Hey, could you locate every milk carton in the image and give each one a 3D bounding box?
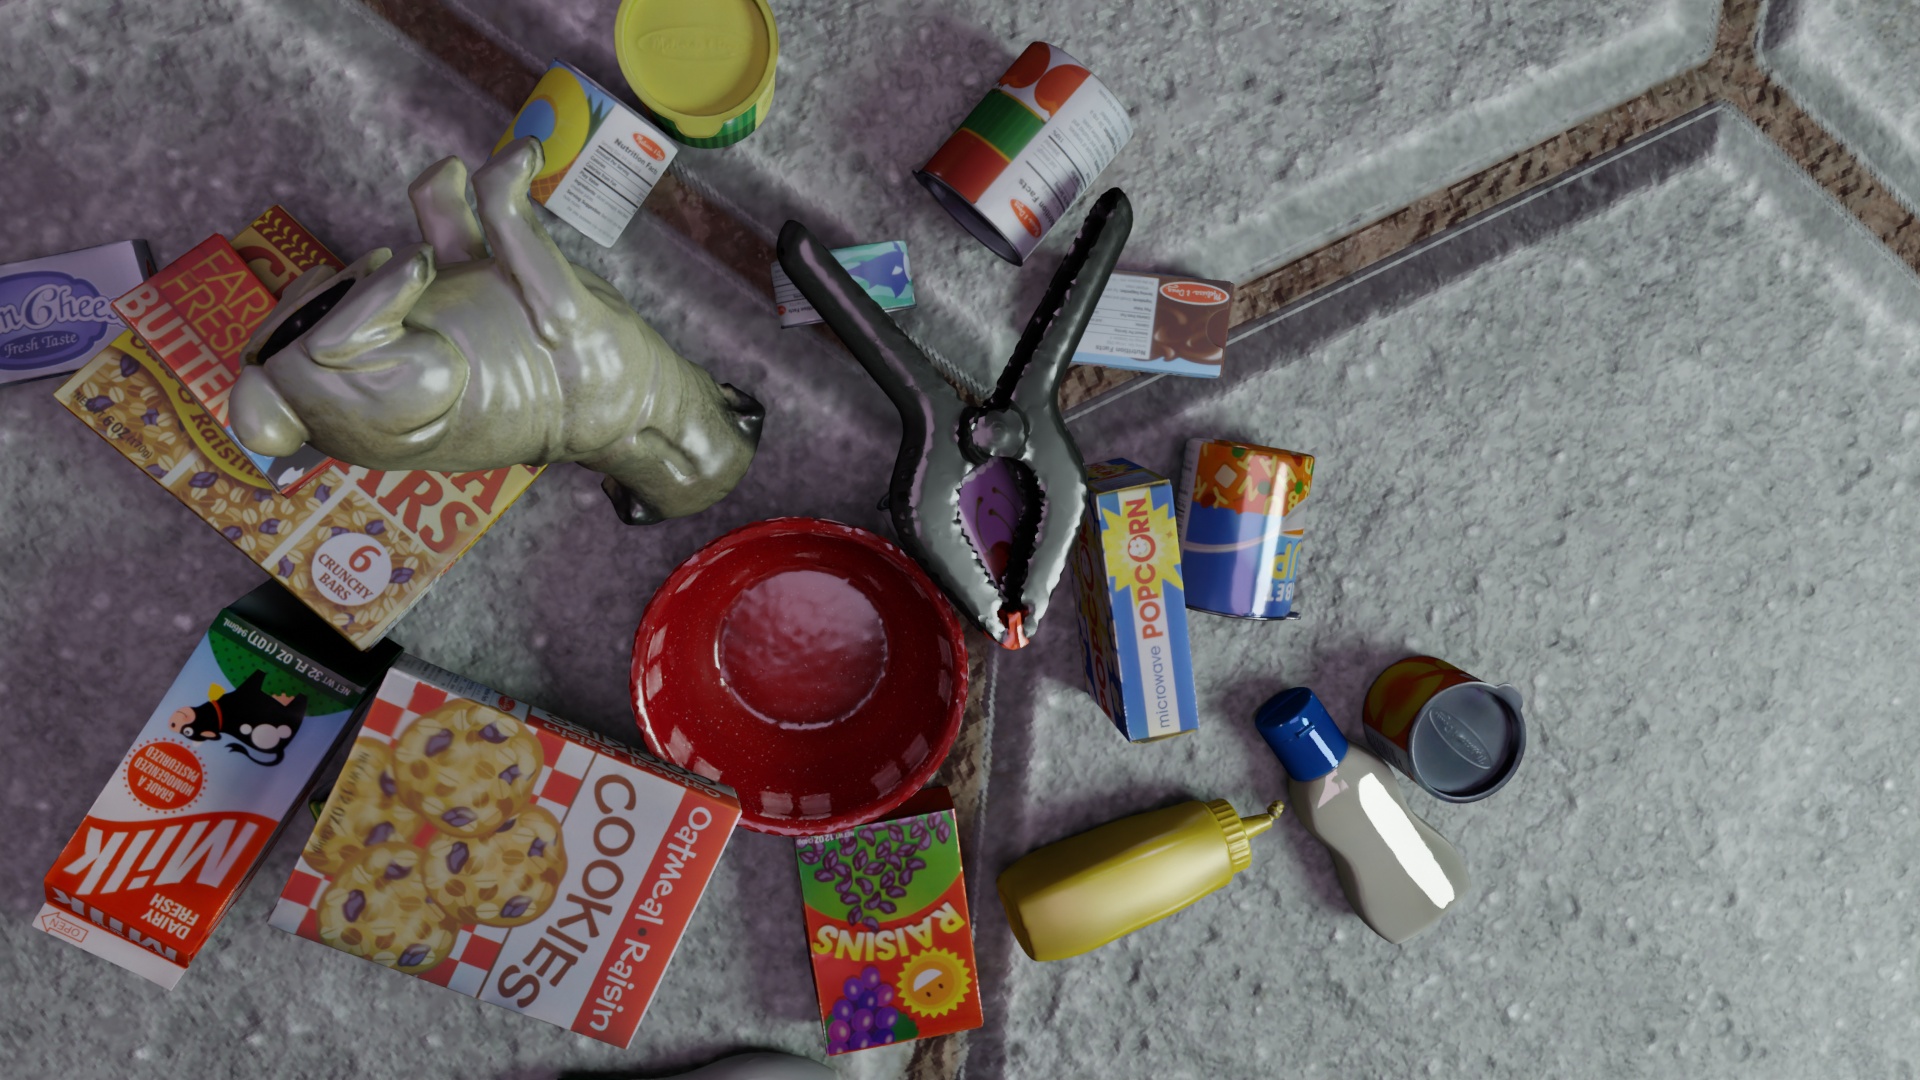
[{"bbox_3d":[-0.350,0.118,0.648,0.072,0.073,0.190,33,93,-13],"label":"milk carton"}]

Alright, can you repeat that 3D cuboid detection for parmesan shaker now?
[{"bbox_3d":[-0.115,-0.209,0.616,0.071,0.103,0.071,-1,99,-8],"label":"parmesan shaker"}]

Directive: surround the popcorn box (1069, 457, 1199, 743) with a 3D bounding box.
[{"bbox_3d":[0.083,0.028,0.695,0.038,0.085,0.126,-9,101,-6],"label":"popcorn box"}]

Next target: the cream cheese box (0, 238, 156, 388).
[{"bbox_3d":[-0.415,-0.100,0.628,0.104,0.024,0.053,-13,100,-7],"label":"cream cheese box"}]

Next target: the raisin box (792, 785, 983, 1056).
[{"bbox_3d":[-0.039,0.198,0.728,0.086,0.040,0.123,-9,99,-8],"label":"raisin box"}]

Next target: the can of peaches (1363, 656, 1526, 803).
[{"bbox_3d":[0.261,0.099,0.749,0.071,0.058,0.071,-1,99,-8],"label":"can of peaches"}]

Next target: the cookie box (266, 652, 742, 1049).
[{"bbox_3d":[-0.201,0.142,0.630,0.167,0.040,0.123,26,90,-15],"label":"cookie box"}]

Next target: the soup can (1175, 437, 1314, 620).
[{"bbox_3d":[0.144,-0.006,0.708,0.071,0.071,0.083,6,98,-10],"label":"soup can"}]

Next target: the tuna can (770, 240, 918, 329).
[{"bbox_3d":[-0.053,-0.122,0.660,0.071,0.071,0.032,-10,100,-7],"label":"tuna can"}]

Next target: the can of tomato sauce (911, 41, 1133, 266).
[{"bbox_3d":[0.030,-0.185,0.663,0.071,0.071,0.083,41,91,-13],"label":"can of tomato sauce"}]

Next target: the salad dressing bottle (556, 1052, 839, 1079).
[{"bbox_3d":[-0.138,0.301,0.727,0.148,0.044,0.064,4,101,-8],"label":"salad dressing bottle"}]

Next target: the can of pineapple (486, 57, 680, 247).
[{"bbox_3d":[-0.173,-0.176,0.633,0.071,0.071,0.058,35,93,-13],"label":"can of pineapple"}]

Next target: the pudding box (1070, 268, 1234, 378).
[{"bbox_3d":[0.092,-0.110,0.702,0.084,0.030,0.049,4,98,-10],"label":"pudding box"}]

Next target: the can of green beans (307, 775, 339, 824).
[{"bbox_3d":[-0.270,0.137,0.668,0.071,0.071,0.057,-18,101,-6],"label":"can of green beans"}]

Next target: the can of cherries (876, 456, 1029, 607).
[{"bbox_3d":[0.002,-0.009,0.688,0.071,0.071,0.058,-29,103,-3],"label":"can of cherries"}]

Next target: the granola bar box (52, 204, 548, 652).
[{"bbox_3d":[-0.289,-0.049,0.628,0.165,0.039,0.124,44,70,-13],"label":"granola bar box"}]

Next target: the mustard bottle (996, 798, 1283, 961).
[{"bbox_3d":[0.101,0.172,0.734,0.160,0.065,0.048,-18,98,-9],"label":"mustard bottle"}]

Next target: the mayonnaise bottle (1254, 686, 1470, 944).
[{"bbox_3d":[0.215,0.147,0.759,0.065,0.041,0.148,-37,102,-3],"label":"mayonnaise bottle"}]

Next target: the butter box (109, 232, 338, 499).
[{"bbox_3d":[-0.301,-0.074,0.590,0.053,0.024,0.103,-42,101,-21],"label":"butter box"}]
